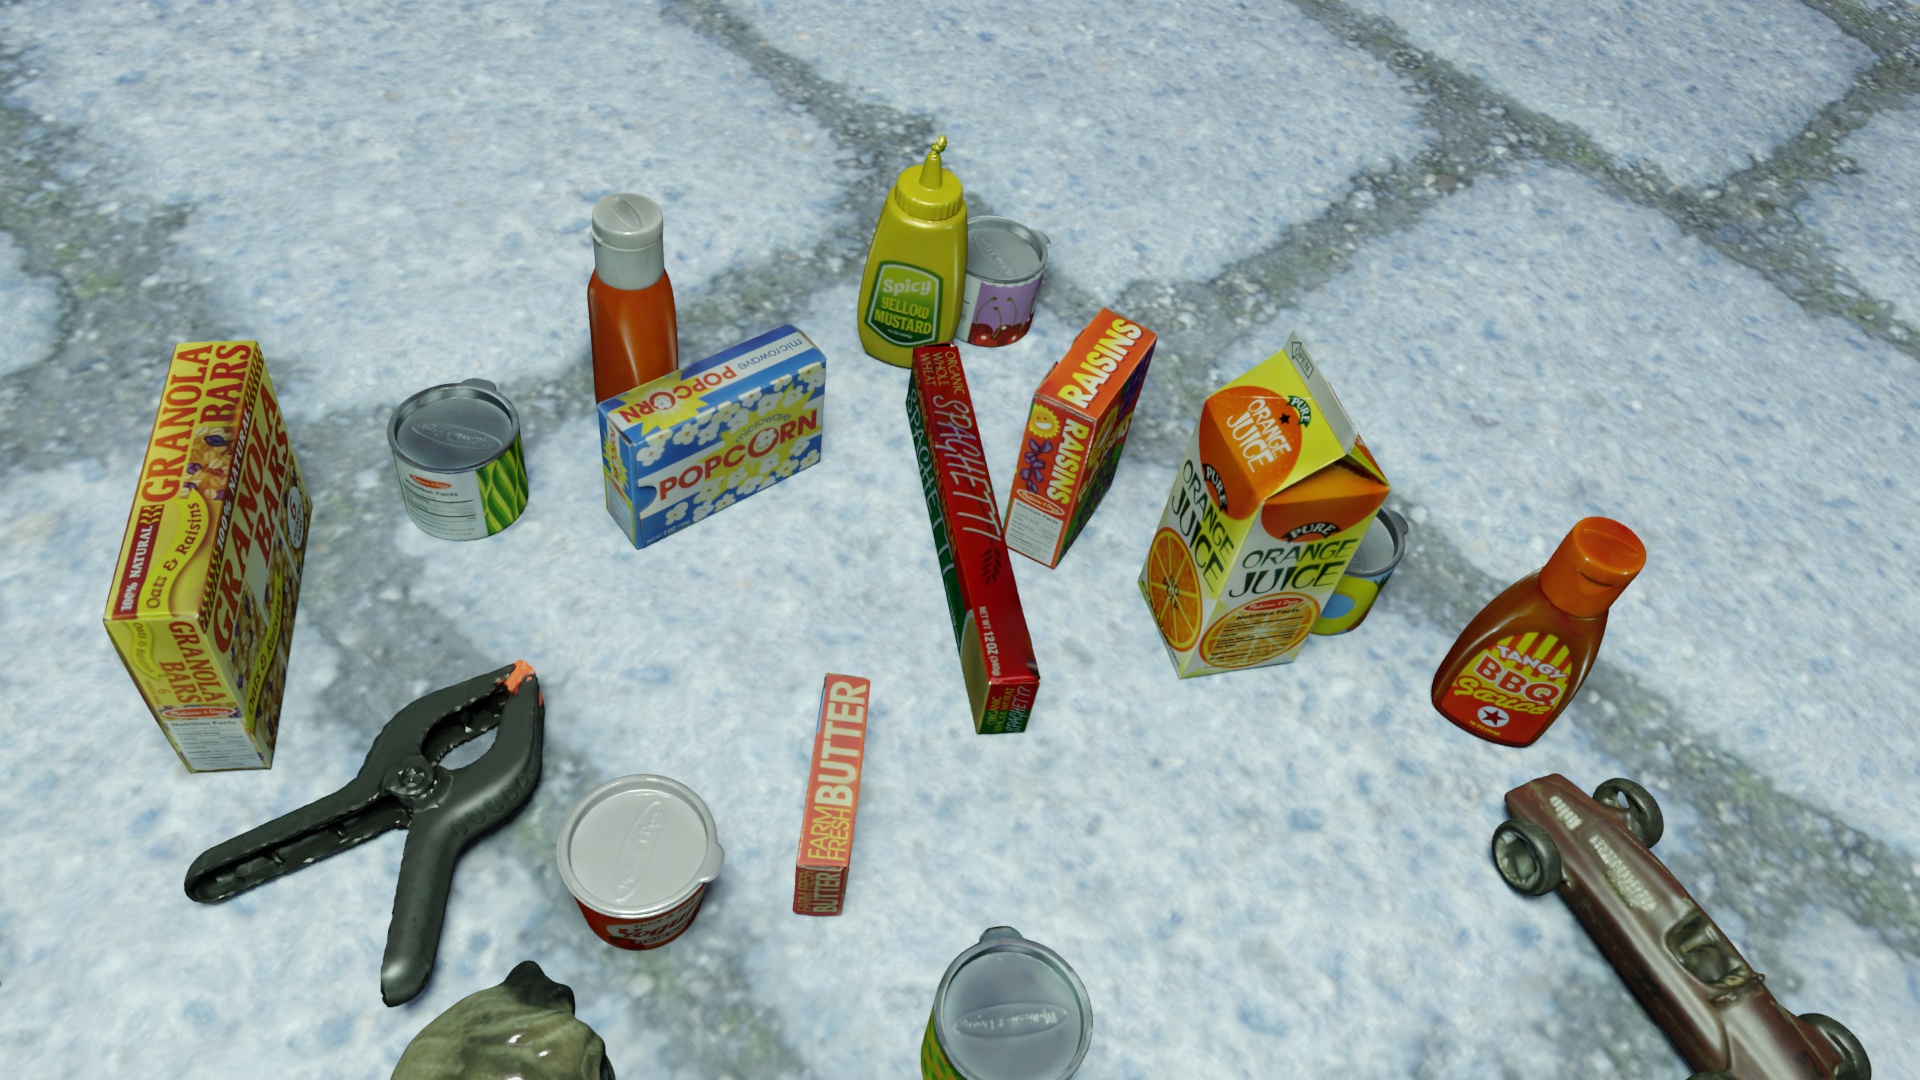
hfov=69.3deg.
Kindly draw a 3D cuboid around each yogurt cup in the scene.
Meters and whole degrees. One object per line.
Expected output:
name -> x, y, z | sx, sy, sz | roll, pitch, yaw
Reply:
yogurt cup -> -0.143, 0.146, 0.619 | 0.072, 0.053, 0.073 | 5, 50, -6

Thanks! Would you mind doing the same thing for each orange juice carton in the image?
orange juice carton -> 0.157, -0.014, 0.716 | 0.073, 0.191, 0.072 | -7, 52, -16

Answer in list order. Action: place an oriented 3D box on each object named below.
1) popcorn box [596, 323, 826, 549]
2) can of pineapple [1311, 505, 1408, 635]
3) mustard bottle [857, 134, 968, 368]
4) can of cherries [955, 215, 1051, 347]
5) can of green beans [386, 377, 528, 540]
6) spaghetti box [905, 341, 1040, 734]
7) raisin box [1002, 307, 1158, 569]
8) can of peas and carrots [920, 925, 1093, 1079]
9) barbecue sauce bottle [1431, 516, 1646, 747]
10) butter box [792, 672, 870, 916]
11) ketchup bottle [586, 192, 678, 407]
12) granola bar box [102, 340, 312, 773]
popcorn box -> -0.136, -0.059, 0.773 | 0.127, 0.084, 0.038 | -29, 61, -29
can of pineapple -> 0.213, 0.012, 0.793 | 0.071, 0.057, 0.071 | 5, 50, -6
mustard bottle -> -0.026, -0.176, 0.842 | 0.065, 0.159, 0.049 | 14, 49, 2
can of cherries -> 0.022, -0.170, 0.912 | 0.071, 0.058, 0.072 | 5, 50, -6
can of green beans -> -0.271, -0.042, 0.753 | 0.071, 0.057, 0.071 | 5, 50, -6
spaghetti box -> 0.003, -0.010, 0.779 | 0.029, 0.049, 0.251 | -3, 51, -12
raisin box -> 0.065, -0.056, 0.781 | 0.040, 0.122, 0.086 | 28, 51, 13
can of peas and carrots -> 0.018, 0.209, 0.591 | 0.071, 0.058, 0.071 | 5, 50, -6
barbecue sauce bottle -> 0.301, 0.048, 0.719 | 0.065, 0.147, 0.044 | 24, 50, 10
butter box -> -0.061, 0.120, 0.656 | 0.024, 0.052, 0.104 | 8, 49, -4
ketchup bottle -> -0.184, -0.123, 0.777 | 0.044, 0.148, 0.065 | -25, 59, -27
granola bar box -> -0.348, 0.007, 0.654 | 0.039, 0.123, 0.166 | -3, 51, -12
